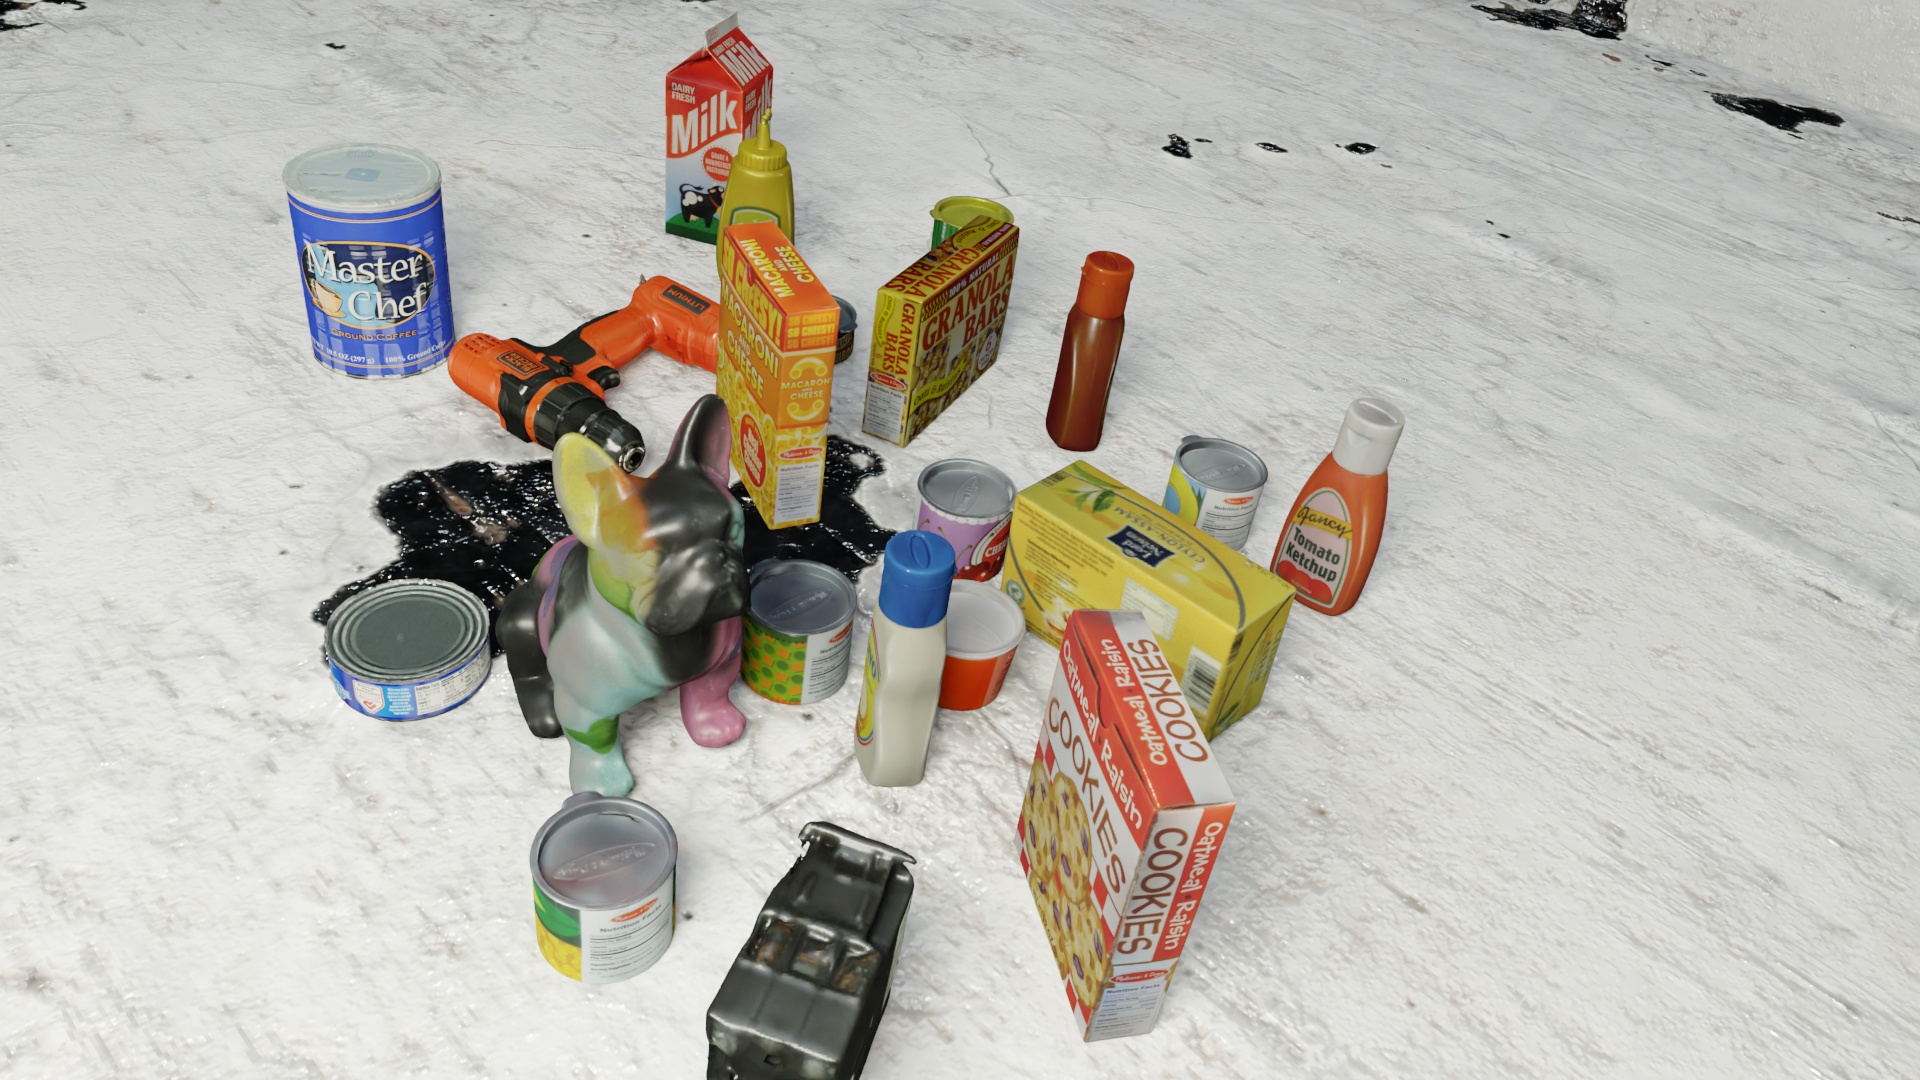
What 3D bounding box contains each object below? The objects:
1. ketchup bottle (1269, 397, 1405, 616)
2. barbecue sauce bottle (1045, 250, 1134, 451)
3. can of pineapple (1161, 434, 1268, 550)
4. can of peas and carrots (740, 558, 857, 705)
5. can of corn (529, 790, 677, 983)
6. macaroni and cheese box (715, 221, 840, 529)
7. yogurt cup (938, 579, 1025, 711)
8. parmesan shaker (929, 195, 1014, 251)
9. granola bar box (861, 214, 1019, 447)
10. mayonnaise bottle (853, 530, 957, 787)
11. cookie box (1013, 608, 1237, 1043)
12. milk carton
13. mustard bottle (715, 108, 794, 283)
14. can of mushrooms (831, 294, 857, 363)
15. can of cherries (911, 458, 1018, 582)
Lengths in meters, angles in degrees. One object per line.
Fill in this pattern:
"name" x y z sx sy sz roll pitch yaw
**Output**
"ketchup bottle" 0.253 -0.023 0.919 0.044 0.148 0.065 -27 50 -38
"barbecue sauce bottle" 0.097 -0.142 1.040 0.044 0.147 0.065 5 37 -7
"can of pineapple" 0.179 -0.033 0.989 0.071 0.057 0.071 6 37 -5
"can of peas and carrots" -0.098 0.053 0.815 0.071 0.058 0.071 6 37 -5
"can of corn" -0.168 0.163 0.656 0.071 0.058 0.071 6 37 -5
"macaroni and cheese box" -0.127 -0.110 0.933 0.040 0.165 0.124 -11 41 -25
"yogurt cup" 0.001 0.064 0.827 0.072 0.053 0.073 6 37 -5
"parmesan shaker" 0.002 -0.229 1.168 0.071 0.102 0.072 6 37 -5
"granola bar box" -0.013 -0.162 1.061 0.039 0.123 0.166 23 39 16
"mayonnaise bottle" -0.030 0.062 0.744 0.041 0.147 0.065 0 38 -12
"cookie box" 0.070 0.134 0.657 0.040 0.166 0.123 -2 39 -16
"milk carton" -0.212 -0.361 1.221 0.073 0.189 0.073 15 37 7
"mustard bottle" -0.168 -0.279 1.148 0.065 0.159 0.049 5 37 -6
"can of mushrooms" -0.116 -0.170 1.123 0.071 0.033 0.071 6 37 -5
"can of cherries" 0.003 -0.012 0.922 0.071 0.058 0.072 6 37 -5
